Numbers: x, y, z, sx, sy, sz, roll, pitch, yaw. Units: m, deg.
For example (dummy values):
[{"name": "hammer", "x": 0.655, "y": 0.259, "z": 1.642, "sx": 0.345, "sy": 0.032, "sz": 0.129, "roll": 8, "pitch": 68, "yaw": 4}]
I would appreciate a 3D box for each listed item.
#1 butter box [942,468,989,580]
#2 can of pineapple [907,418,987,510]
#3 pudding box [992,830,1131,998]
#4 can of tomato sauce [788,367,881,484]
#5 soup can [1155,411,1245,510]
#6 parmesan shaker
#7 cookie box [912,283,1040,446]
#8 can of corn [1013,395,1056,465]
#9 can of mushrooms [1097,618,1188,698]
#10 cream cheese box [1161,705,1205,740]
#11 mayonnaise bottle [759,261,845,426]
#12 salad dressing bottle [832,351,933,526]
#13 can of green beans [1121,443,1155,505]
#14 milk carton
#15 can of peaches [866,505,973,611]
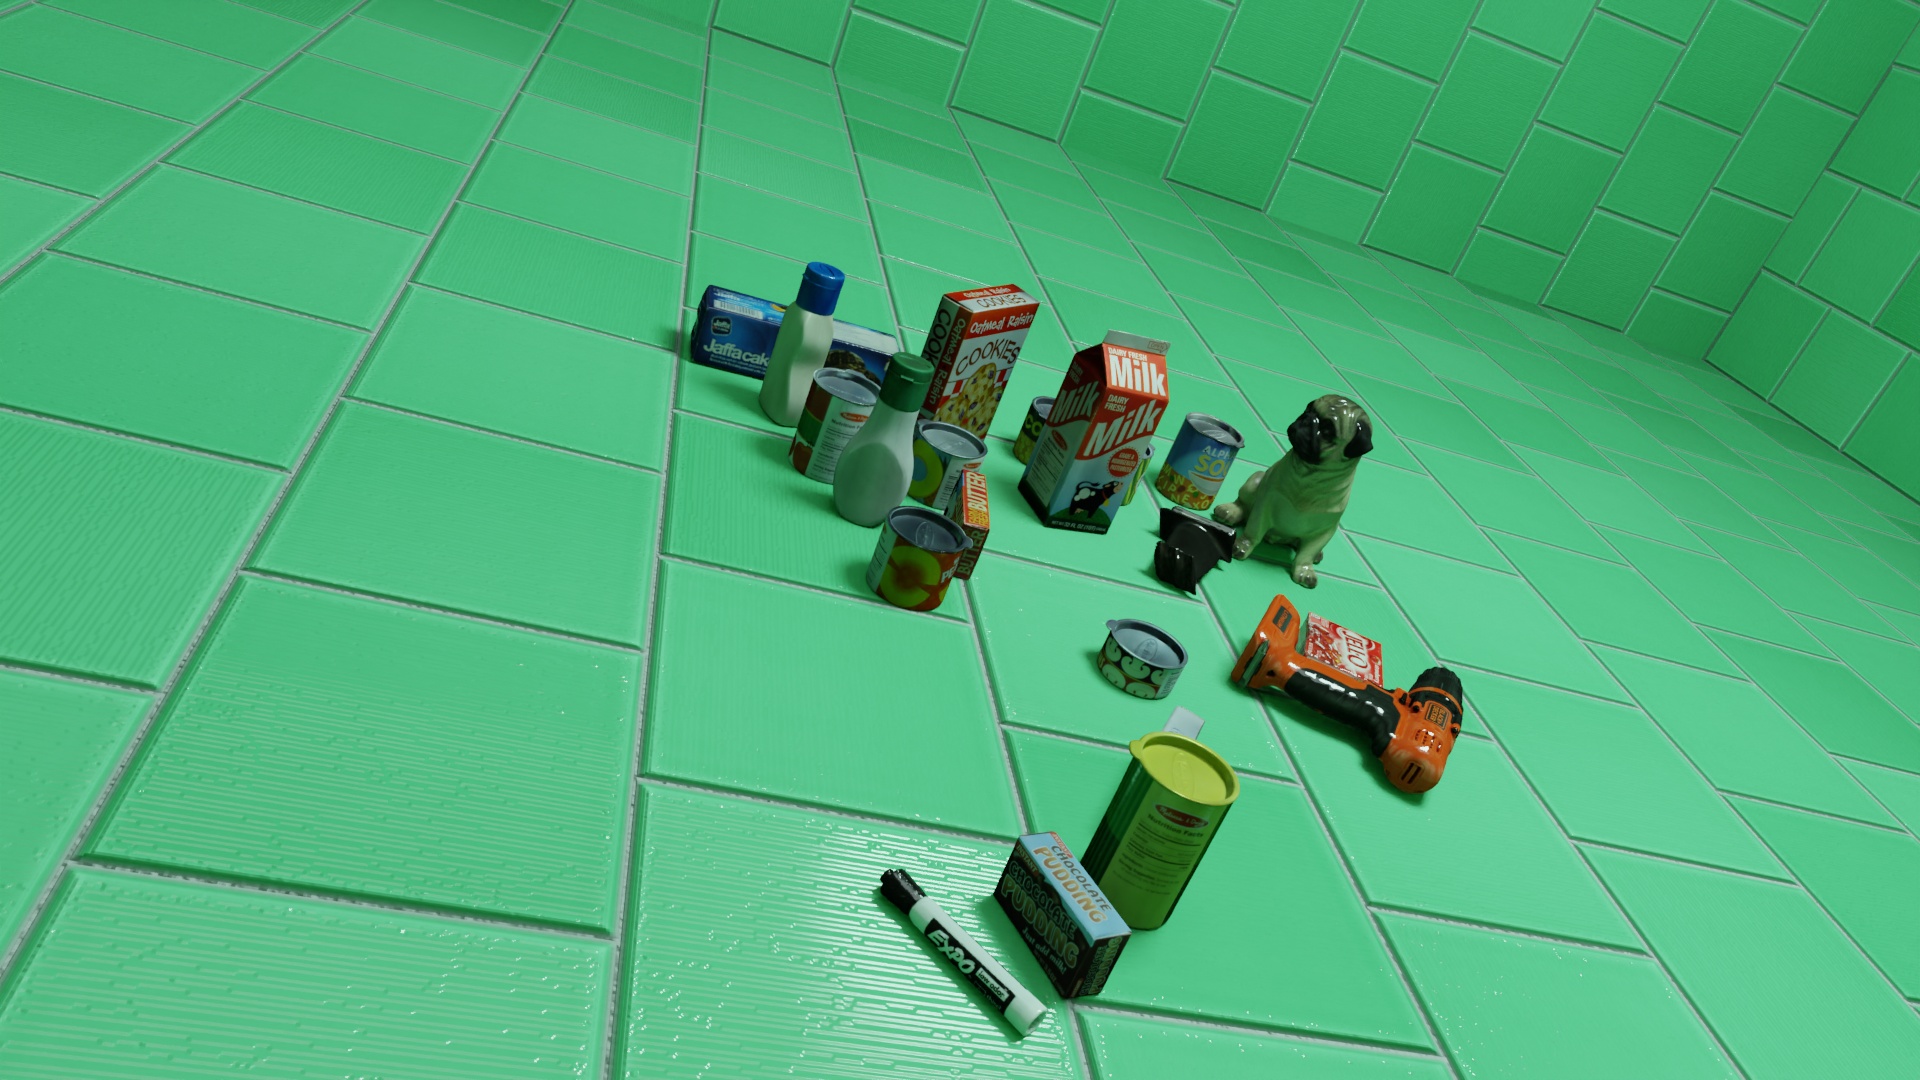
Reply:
[{"name": "butter box", "x": 0.004, "y": -0.015, "z": 1.182, "sx": 0.024, "sy": 0.053, "sz": 0.104, "roll": 17, "pitch": 27, "yaw": -10}, {"name": "can of pineapple", "x": -0.017, "y": -0.069, "z": 1.263, "sx": 0.071, "sy": 0.057, "sz": 0.071, "roll": 18, "pitch": 26, "yaw": -9}, {"name": "pudding box", "x": 0.057, "y": 0.213, "z": 0.797, "sx": 0.030, "sy": 0.049, "sz": 0.084, "roll": 2, "pitch": 33, "yaw": -35}, {"name": "can of tomato sauce", "x": -0.110, "y": -0.101, "z": 1.225, "sx": 0.071, "sy": 0.082, "sz": 0.071, "roll": 18, "pitch": 26, "yaw": -9}, {"name": "soup can", "x": 0.253, "y": -0.082, "z": 1.461, "sx": 0.071, "sy": 0.083, "sz": 0.072, "roll": 18, "pitch": 26, "yaw": -9}, {"name": "parmesan shaker", "x": 0.117, "y": 0.177, "z": 0.851, "sx": 0.071, "sy": 0.102, "sz": 0.071, "roll": 18, "pitch": 26, "yaw": -9}, {"name": "cookie box", "x": 0.002, "y": -0.158, "z": 1.320, "sx": 0.040, "sy": 0.166, "sz": 0.123, "roll": 33, "pitch": 28, "yaw": 22}, {"name": "can of corn", "x": 0.092, "y": -0.105, "z": 1.413, "sx": 0.071, "sy": 0.058, "sz": 0.071, "roll": 18, "pitch": 26, "yaw": -9}, {"name": "can of mushrooms", "x": 0.143, "y": 0.093, "z": 1.106, "sx": 0.071, "sy": 0.033, "sz": 0.071, "roll": 18, "pitch": 27, "yaw": -9}, {"name": "cream cheese box", "x": 0.137, "y": 0.159, "z": 0.955, "sx": 0.024, "sy": 0.053, "sz": 0.104, "roll": 28, "pitch": 27, "yaw": 12}, {"name": "mayonnaise bottle", "x": -0.144, "y": -0.181, "z": 1.275, "sx": 0.041, "sy": 0.147, "sz": 0.065, "roll": 3, "pitch": 32, "yaw": -33}, {"name": "salad dressing bottle", "x": -0.062, "y": -0.084, "z": 1.155, "sx": 0.064, "sy": 0.147, "sz": 0.044, "roll": 21, "pitch": 26, "yaw": -3}, {"name": "can of green beans", "x": 0.154, "y": -0.076, "z": 1.405, "sx": 0.071, "sy": 0.057, "sz": 0.071, "roll": 18, "pitch": 26, "yaw": -9}, {"name": "milk carton", "x": 0.130, "y": -0.106, "z": 1.294, "sx": 0.072, "sy": 0.189, "sz": 0.074, "roll": 7, "pitch": 30, "yaw": -28}, {"name": "can of peaches", "x": -0.033, "y": 0.015, "z": 1.092, "sx": 0.071, "sy": 0.057, "sz": 0.071, "roll": 18, "pitch": 26, "yaw": -9}]
